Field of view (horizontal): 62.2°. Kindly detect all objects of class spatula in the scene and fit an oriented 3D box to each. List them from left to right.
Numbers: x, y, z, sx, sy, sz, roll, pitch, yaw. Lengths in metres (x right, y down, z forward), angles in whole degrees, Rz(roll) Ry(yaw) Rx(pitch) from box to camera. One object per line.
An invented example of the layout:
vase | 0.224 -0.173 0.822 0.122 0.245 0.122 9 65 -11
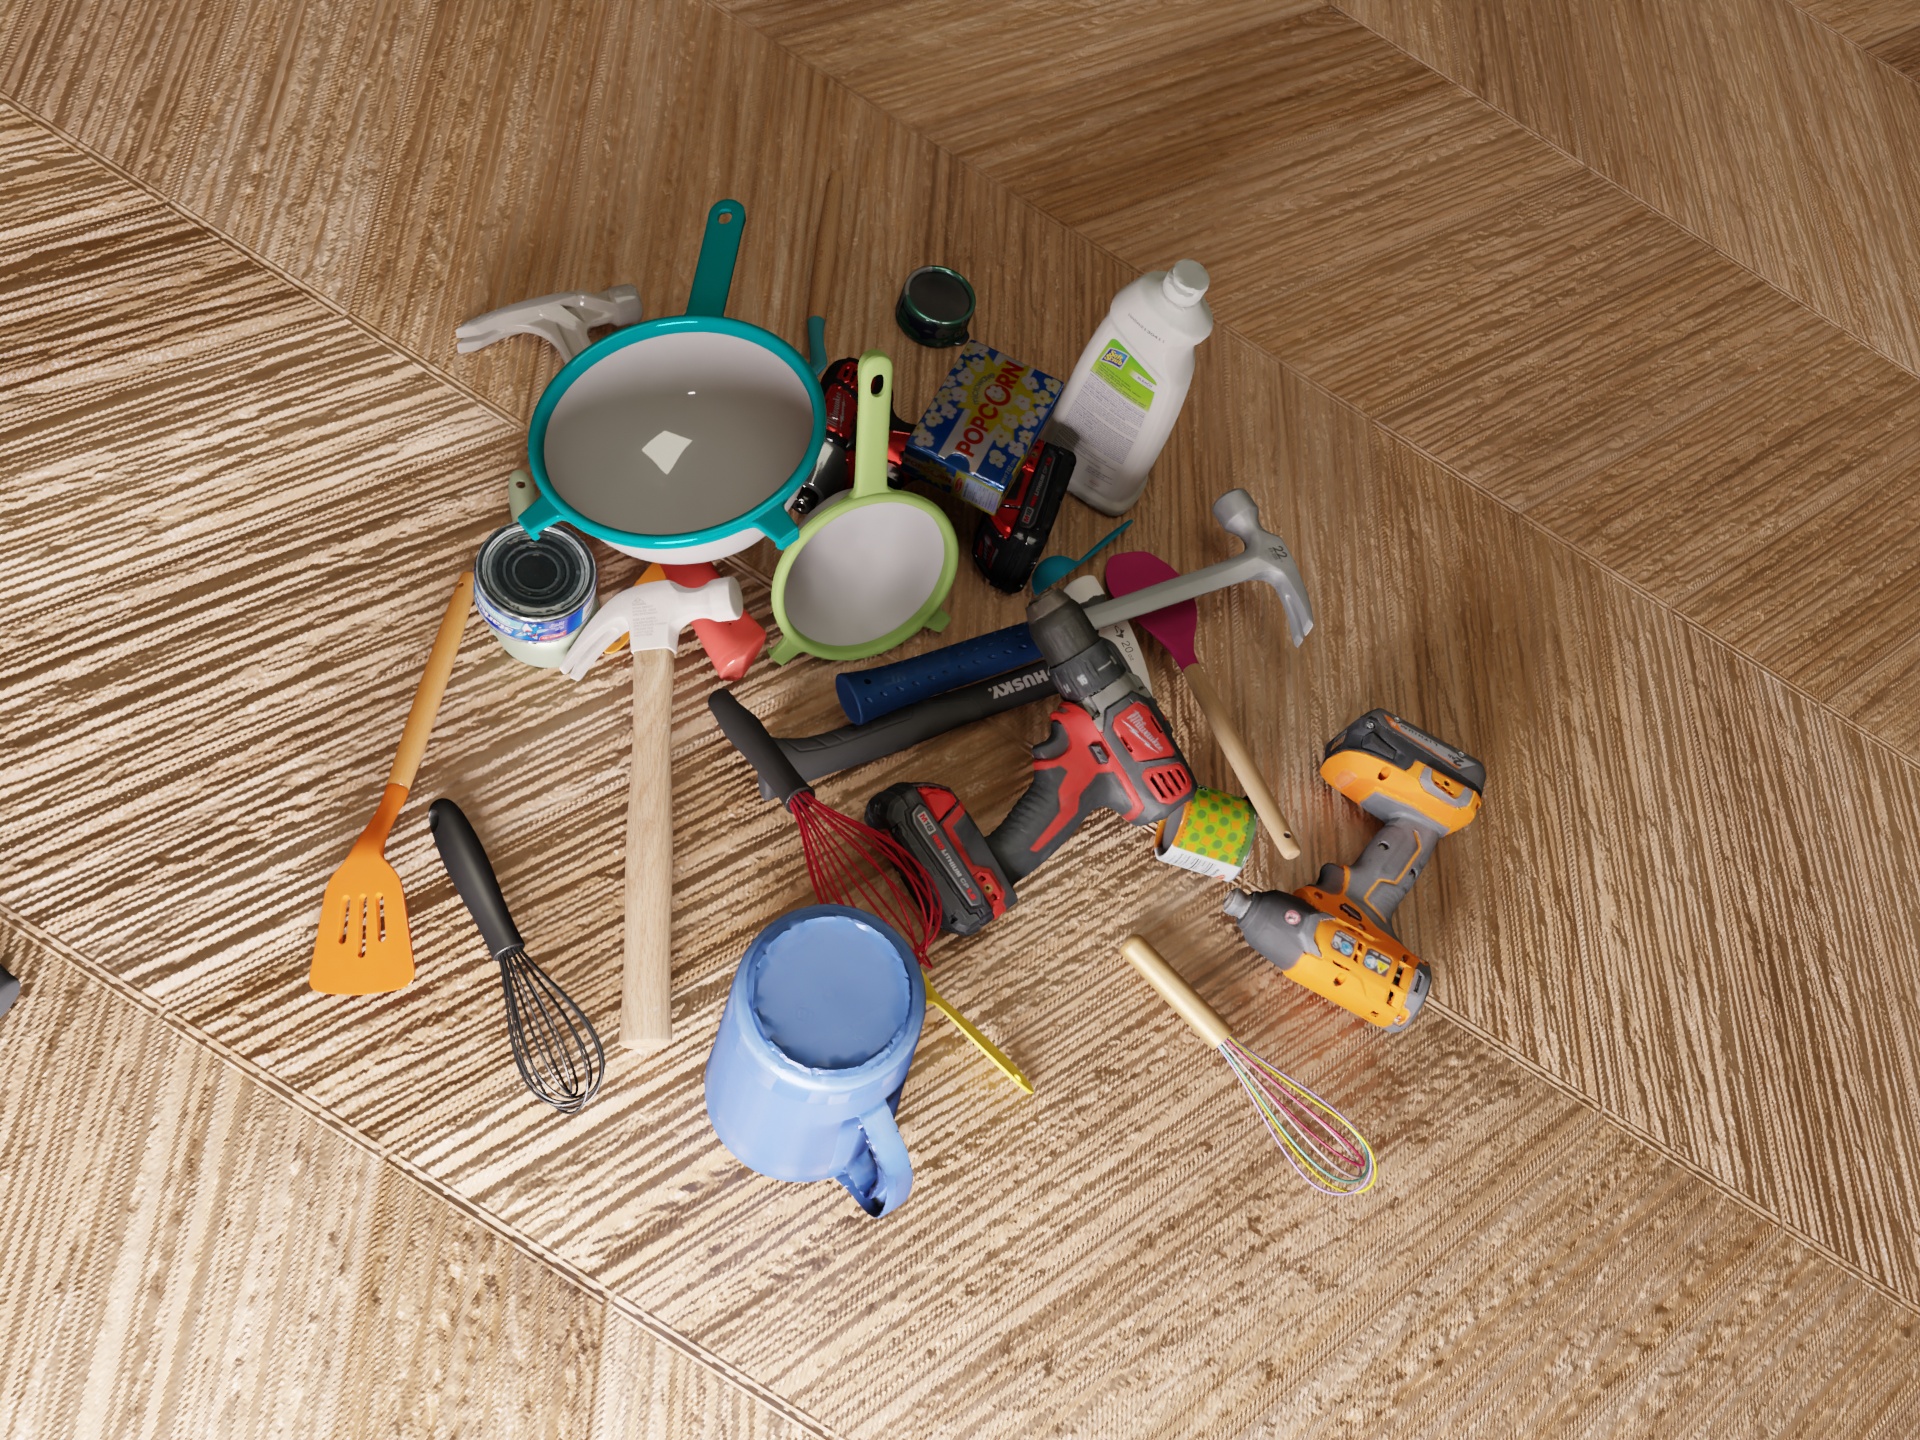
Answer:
spatula | -0.374 0.031 1.090 0.081 0.041 0.323 -6 54 18
spatula | -0.128 -0.362 1.348 0.044 0.082 0.318 21 54 -26

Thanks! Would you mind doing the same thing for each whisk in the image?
whisk | -0.299 0.151 1.052 0.055 0.055 0.239 -23 70 -25
whisk | -0.099 0.065 1.077 0.073 0.073 0.296 -22 47 -25
whisk | 0.211 0.247 1.162 0.051 0.047 0.245 -38 77 -27

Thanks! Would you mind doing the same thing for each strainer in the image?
strainer | -0.193 -0.241 1.187 0.211 0.095 0.341 2 58 5
strainer | -0.078 -0.165 1.177 0.151 0.256 0.069 -13 42 -22

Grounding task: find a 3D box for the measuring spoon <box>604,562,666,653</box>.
measuring spoon | -0.240 -0.096 1.210 0.021 0.011 0.117 27 64 1

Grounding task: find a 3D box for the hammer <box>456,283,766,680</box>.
hammer | -0.253 -0.183 1.221 0.149 0.036 0.359 -21 70 -22

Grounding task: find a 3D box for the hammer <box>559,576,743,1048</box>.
hammer | -0.218 0.060 1.107 0.130 0.031 0.331 -6 71 12

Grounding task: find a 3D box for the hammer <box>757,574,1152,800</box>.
hammer | -0.002 -0.004 1.222 0.334 0.035 0.146 -19 71 -24

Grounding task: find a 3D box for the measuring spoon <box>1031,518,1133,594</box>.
measuring spoon | 0.101 -0.144 1.320 0.128 0.042 0.021 -39 94 -36

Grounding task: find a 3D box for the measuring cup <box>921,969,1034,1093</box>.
measuring cup | -0.012 0.217 1.114 0.156 0.062 0.029 44 101 -8

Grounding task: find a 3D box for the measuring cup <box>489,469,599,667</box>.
measuring cup | -0.314 -0.122 1.180 0.083 0.038 0.168 -8 70 -20

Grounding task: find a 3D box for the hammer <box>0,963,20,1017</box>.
hammer | -0.693 0.016 1.002 0.149 0.036 0.409 -25 75 -24

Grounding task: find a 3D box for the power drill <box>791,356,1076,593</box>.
power drill | -0.030 -0.195 1.285 0.219 0.078 0.143 22 61 -2

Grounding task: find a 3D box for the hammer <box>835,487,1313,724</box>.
hammer | 0.096 -0.072 1.240 0.405 0.035 0.144 -20 65 -23

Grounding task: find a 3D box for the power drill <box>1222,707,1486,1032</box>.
power drill | 0.306 0.107 1.238 0.164 0.084 0.227 28 64 -2

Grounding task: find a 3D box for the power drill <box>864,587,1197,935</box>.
power drill | 0.043 0.029 1.150 0.226 0.080 0.188 -33 95 -16

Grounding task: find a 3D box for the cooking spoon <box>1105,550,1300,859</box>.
cooking spoon | 0.193 -0.021 1.259 0.068 0.017 0.319 -10 53 -18
